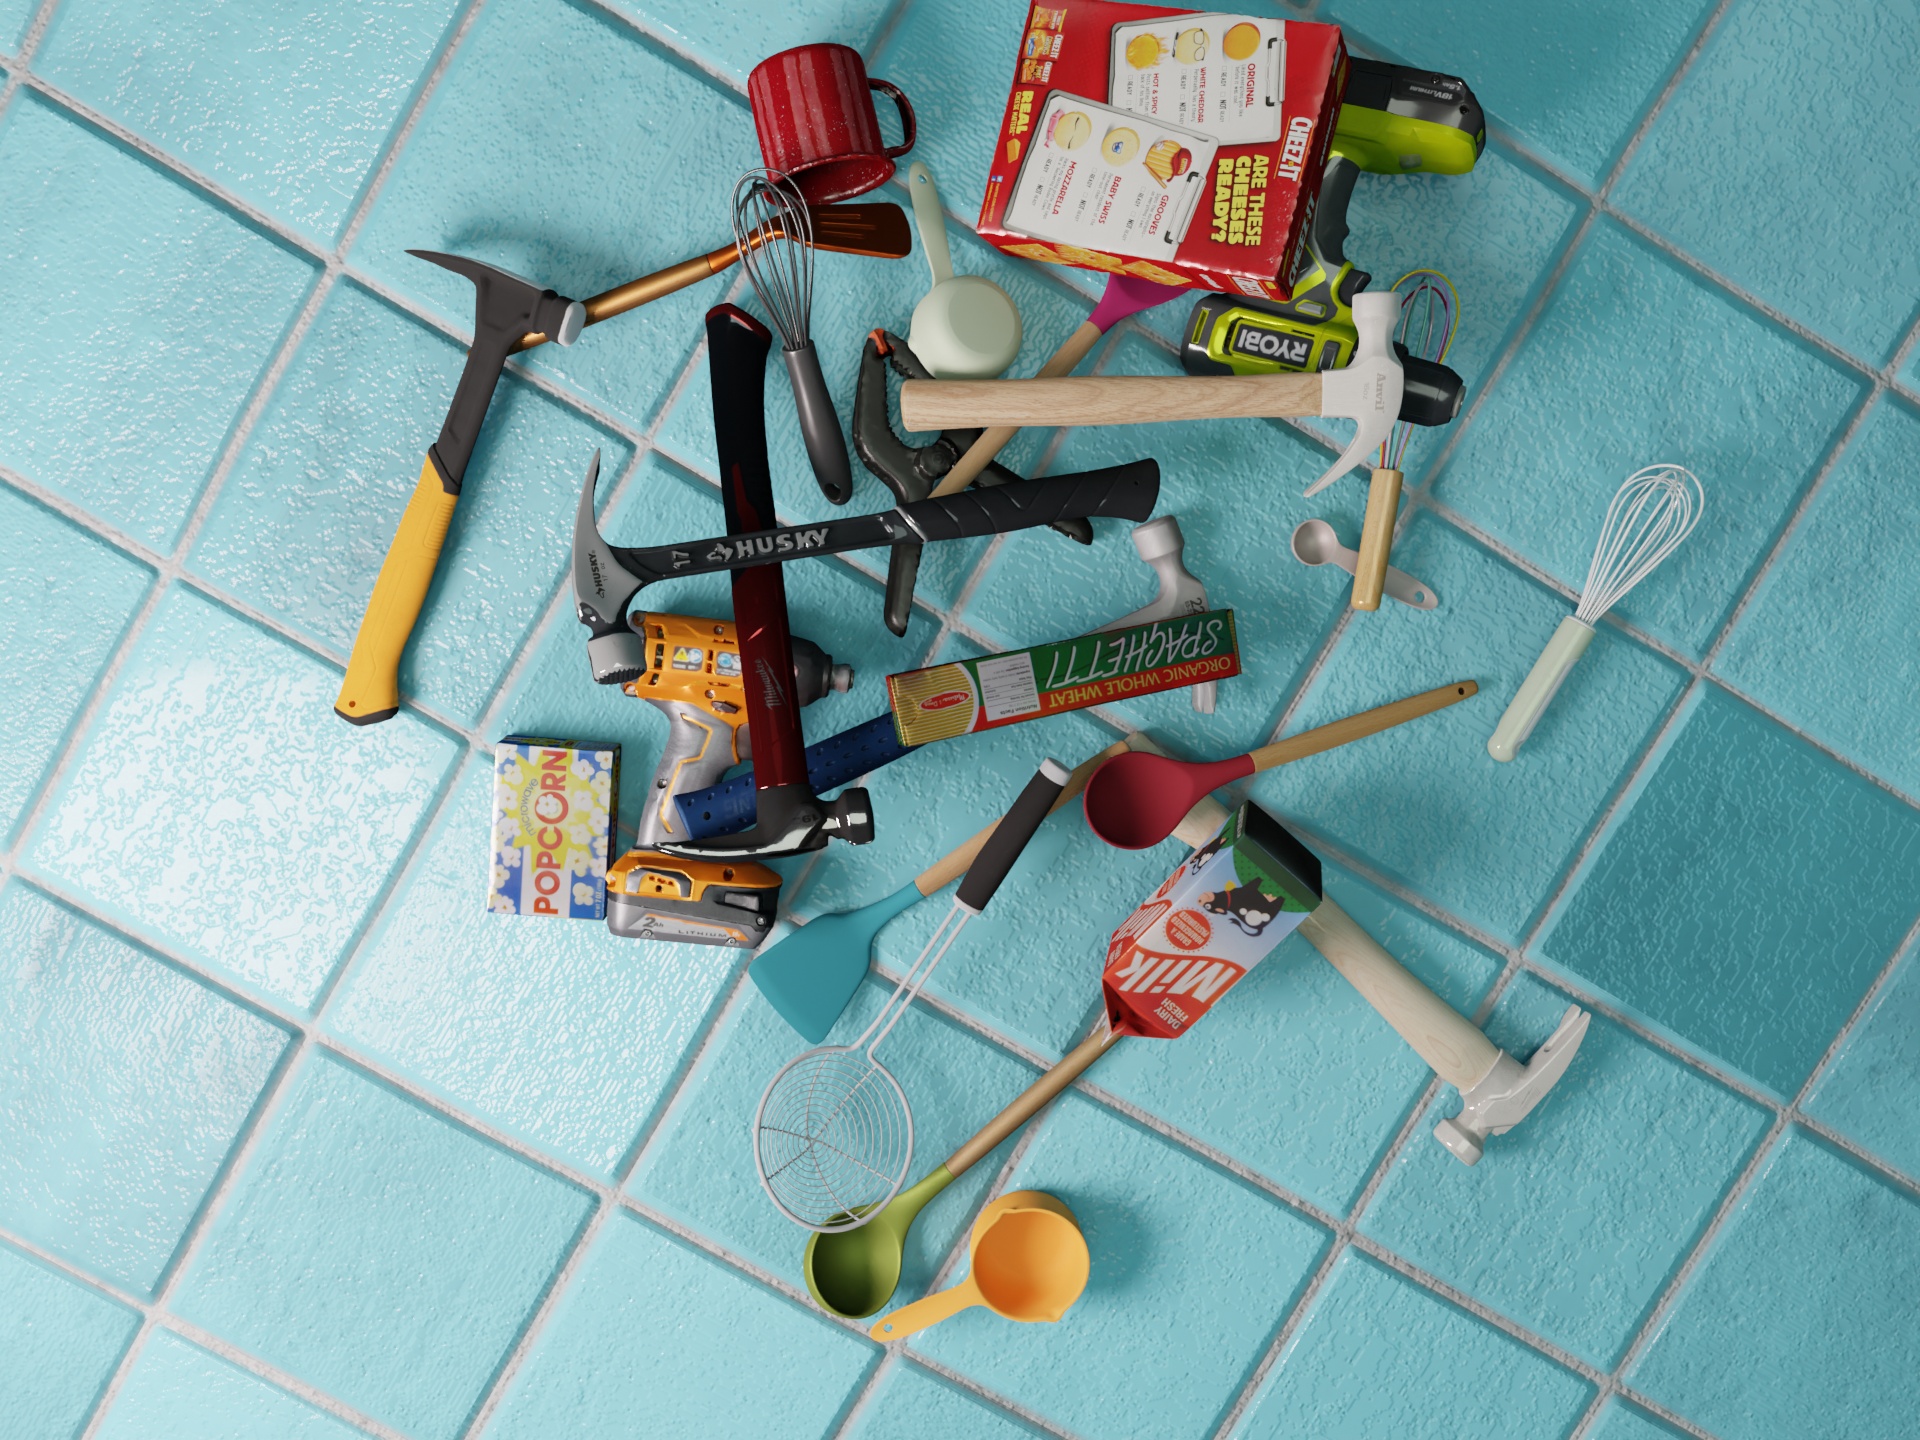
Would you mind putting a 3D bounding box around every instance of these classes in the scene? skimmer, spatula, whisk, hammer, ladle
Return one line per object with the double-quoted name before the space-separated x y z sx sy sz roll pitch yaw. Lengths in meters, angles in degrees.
"skimmer" -0.021 0.191 1.114 0.127 0.090 0.363 29 102 -22
"spatula" -0.007 0.113 1.150 0.317 0.044 0.082 -36 106 8
"whisk" 0.313 -0.199 1.132 0.047 0.051 0.245 8 94 -12
"spatula" -0.192 -0.301 1.109 0.322 0.081 0.041 -19 133 8
"hammer" -0.054 -0.131 1.056 0.409 0.036 0.149 -11 78 -17
"hammer" -0.002 -0.004 1.110 0.405 0.035 0.144 -24 98 -13
"hammer" 0.278 0.147 1.177 0.410 0.038 0.146 42 92 -5
"ladle" 0.015 0.321 1.177 0.320 0.062 0.078 -40 100 0
"whisk" 0.456 -0.076 1.156 0.059 0.057 0.246 35 100 29
"whisk" -0.107 -0.254 1.081 0.055 0.055 0.238 -14 122 -1
"hammer" 0.124 -0.212 1.064 0.331 0.031 0.130 0 99 10
"hammer" -0.377 -0.156 1.114 0.127 0.034 0.337 23 99 6
"ladle" 0.233 0.021 1.146 0.315 0.031 0.069 -18 89 -10
"hammer" -0.153 -0.098 1.072 0.143 0.038 0.386 -7 77 -5

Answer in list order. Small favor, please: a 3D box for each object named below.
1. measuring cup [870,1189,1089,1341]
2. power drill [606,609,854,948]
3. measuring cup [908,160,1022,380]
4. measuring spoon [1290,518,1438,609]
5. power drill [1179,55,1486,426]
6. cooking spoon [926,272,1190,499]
"measuring cup" 0.012 0.414 1.189 0.173 0.052 0.095 -25 96 3
"power drill" -0.166 0.042 1.130 0.164 0.084 0.226 6 92 -4
"measuring cup" -0.004 -0.316 1.108 0.083 0.038 0.167 -14 88 -27
"measuring spoon" 0.294 -0.110 1.164 0.124 0.018 0.034 25 87 -11
"power drill" 0.274 -0.318 1.085 0.191 0.080 0.228 19 95 19
"cooking spoon" 0.077 -0.257 1.117 0.068 0.017 0.319 42 84 -6
